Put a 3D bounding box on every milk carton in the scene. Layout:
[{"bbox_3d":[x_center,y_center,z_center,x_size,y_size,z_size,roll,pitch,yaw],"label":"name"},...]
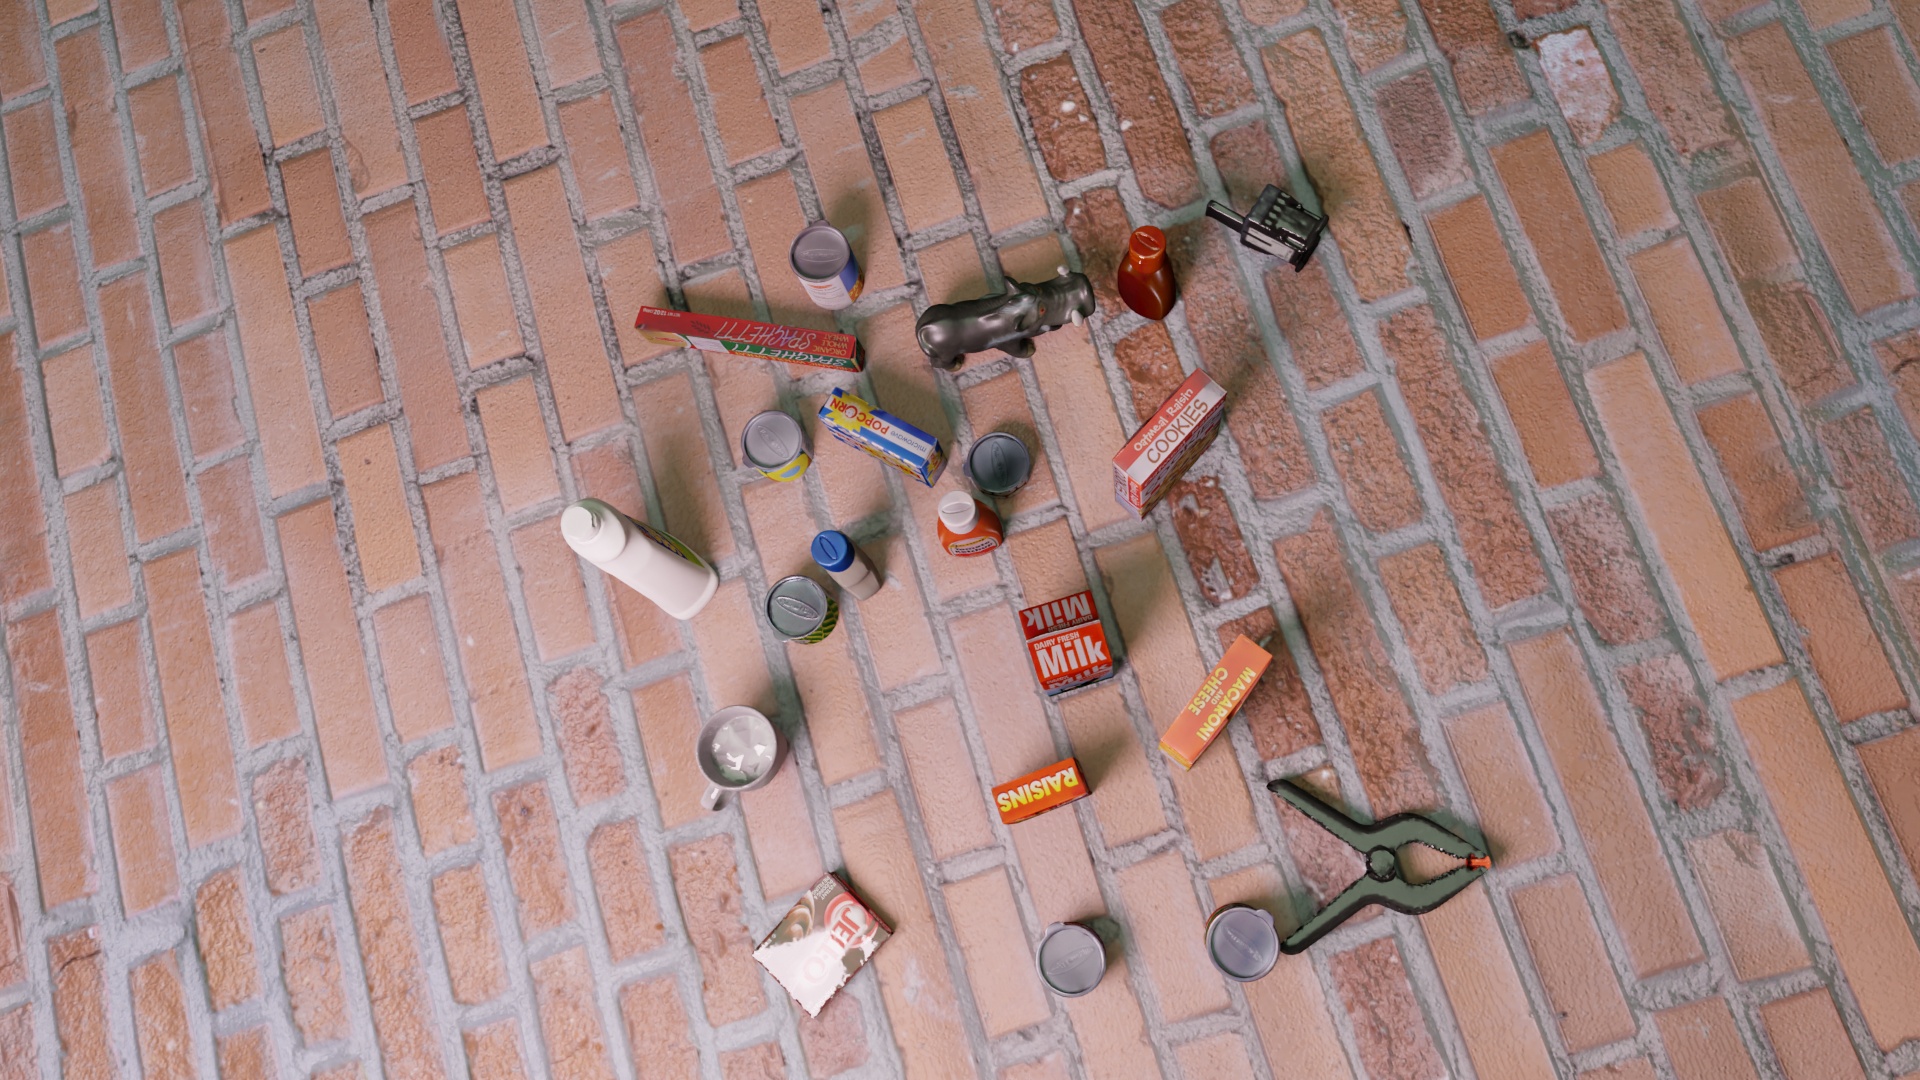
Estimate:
[{"bbox_3d":[0.103,0.099,1.334,0.072,0.190,0.073,-17,77,4],"label":"milk carton"}]

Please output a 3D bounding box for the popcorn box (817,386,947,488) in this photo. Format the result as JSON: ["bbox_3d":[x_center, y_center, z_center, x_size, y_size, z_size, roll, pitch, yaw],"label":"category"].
[{"bbox_3d":[-0.080,-0.107,1.455,0.127,0.085,0.038,28,83,12],"label":"popcorn box"}]

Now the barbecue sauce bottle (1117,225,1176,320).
[{"bbox_3d":[0.191,-0.276,1.424,0.065,0.148,0.044,38,86,13],"label":"barbecue sauce bottle"}]

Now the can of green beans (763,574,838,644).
[{"bbox_3d":[-0.165,0.073,1.441,0.071,0.057,0.071,-1,78,7],"label":"can of green beans"}]

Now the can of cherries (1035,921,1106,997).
[{"bbox_3d":[0.107,0.400,1.337,0.071,0.058,0.071,-1,78,7],"label":"can of cherries"}]

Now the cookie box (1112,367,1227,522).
[{"bbox_3d":[0.204,-0.092,1.374,0.040,0.167,0.123,42,86,13],"label":"cookie box"}]

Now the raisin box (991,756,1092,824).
[{"bbox_3d":[0.080,0.243,1.341,0.086,0.123,0.040,-21,77,3],"label":"raisin box"}]

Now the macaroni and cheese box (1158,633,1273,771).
[{"bbox_3d":[0.240,0.157,1.317,0.040,0.166,0.124,37,85,13],"label":"macaroni and cheese box"}]

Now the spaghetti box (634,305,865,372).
[{"bbox_3d":[-0.228,-0.219,1.516,0.250,0.050,0.029,9,80,9],"label":"spaghetti box"}]

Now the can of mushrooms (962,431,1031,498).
[{"bbox_3d":[0.039,-0.078,1.461,0.071,0.033,0.071,-1,78,7],"label":"can of mushrooms"}]

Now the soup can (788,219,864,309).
[{"bbox_3d":[-0.144,-0.297,1.504,0.071,0.083,0.071,-1,78,7],"label":"soup can"}]

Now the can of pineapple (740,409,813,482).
[{"bbox_3d":[-0.197,-0.099,1.482,0.071,0.058,0.071,-1,78,7],"label":"can of pineapple"}]

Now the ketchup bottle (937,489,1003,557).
[{"bbox_3d":[0.005,-0.017,1.392,0.065,0.148,0.043,-12,77,5],"label":"ketchup bottle"}]

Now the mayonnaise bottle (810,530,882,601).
[{"bbox_3d":[-0.117,0.021,1.400,0.041,0.148,0.065,-36,76,-1],"label":"mayonnaise bottle"}]

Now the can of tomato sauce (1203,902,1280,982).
[{"bbox_3d":[0.264,0.376,1.310,0.071,0.083,0.071,-1,78,7],"label":"can of tomato sauce"}]
